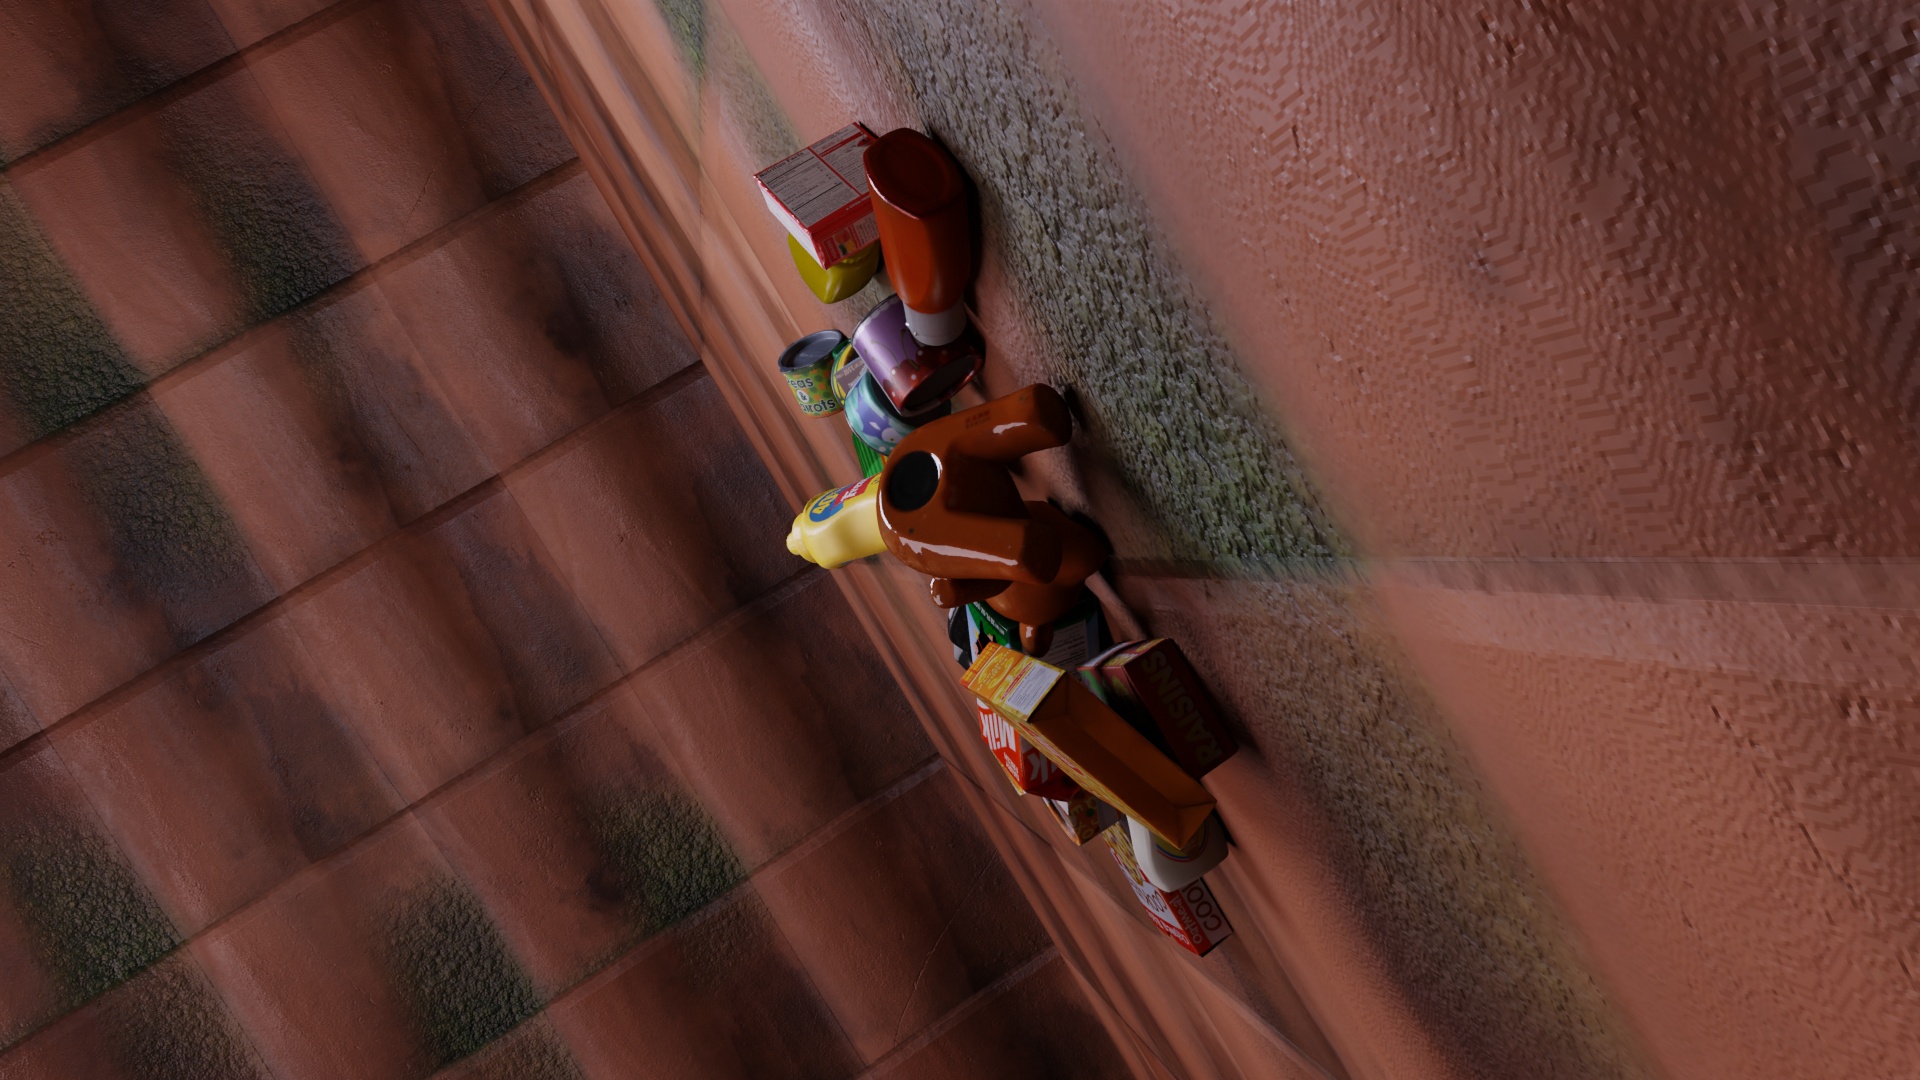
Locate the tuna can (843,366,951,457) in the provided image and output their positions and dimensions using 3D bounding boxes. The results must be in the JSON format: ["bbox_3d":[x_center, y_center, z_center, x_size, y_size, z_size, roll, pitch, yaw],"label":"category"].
[{"bbox_3d":[-0.040,-0.088,0.926,0.071,0.071,0.032,56,135,14],"label":"tuna can"}]

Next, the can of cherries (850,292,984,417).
[{"bbox_3d":[-0.026,-0.122,0.886,0.058,0.071,0.071,56,170,13],"label":"can of cherries"}]

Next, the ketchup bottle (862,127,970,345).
[{"bbox_3d":[-0.020,-0.163,0.786,0.065,0.043,0.148,52,169,21],"label":"ketchup bottle"}]

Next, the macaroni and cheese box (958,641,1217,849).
[{"bbox_3d":[0.074,0.122,0.868,0.123,0.040,0.166,41,173,-12],"label":"macaroni and cheese box"}]

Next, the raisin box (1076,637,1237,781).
[{"bbox_3d":[0.125,0.109,0.909,0.086,0.040,0.123,59,170,0],"label":"raisin box"}]

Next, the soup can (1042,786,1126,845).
[{"bbox_3d":[0.113,0.196,1.110,0.071,0.084,0.071,55,169,16],"label":"soup can"}]

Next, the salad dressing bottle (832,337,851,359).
[{"bbox_3d":[-0.064,-0.106,1.200,0.147,0.044,0.064,65,171,-27],"label":"salad dressing bottle"}]

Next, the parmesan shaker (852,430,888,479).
[{"bbox_3d":[-0.047,-0.055,1.120,0.071,0.071,0.103,72,178,-54],"label":"parmesan shaker"}]

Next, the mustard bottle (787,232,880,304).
[{"bbox_3d":[-0.084,-0.206,0.967,0.065,0.049,0.160,60,170,-9],"label":"mustard bottle"}]

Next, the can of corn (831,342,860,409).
[{"bbox_3d":[-0.062,-0.122,1.053,0.071,0.071,0.058,60,170,-8],"label":"can of corn"}]

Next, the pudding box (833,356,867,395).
[{"bbox_3d":[-0.045,-0.117,0.983,0.083,0.030,0.049,-23,103,45],"label":"pudding box"}]

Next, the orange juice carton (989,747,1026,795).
[{"bbox_3d":[0.076,0.187,1.304,0.072,0.073,0.192,57,170,9],"label":"orange juice carton"}]

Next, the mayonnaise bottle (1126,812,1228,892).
[{"bbox_3d":[0.136,0.175,0.999,0.148,0.065,0.041,64,166,-9],"label":"mayonnaise bottle"}]

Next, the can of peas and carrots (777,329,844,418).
[{"bbox_3d":[-0.131,-0.155,1.303,0.071,0.071,0.058,44,163,57],"label":"can of peas and carrots"}]

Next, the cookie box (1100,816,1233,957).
[{"bbox_3d":[0.164,0.276,1.233,0.167,0.040,0.123,59,170,-3],"label":"cookie box"}]

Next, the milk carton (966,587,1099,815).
[{"bbox_3d":[0.058,0.114,1.031,0.072,0.073,0.189,45,148,53],"label":"milk carton"}]
